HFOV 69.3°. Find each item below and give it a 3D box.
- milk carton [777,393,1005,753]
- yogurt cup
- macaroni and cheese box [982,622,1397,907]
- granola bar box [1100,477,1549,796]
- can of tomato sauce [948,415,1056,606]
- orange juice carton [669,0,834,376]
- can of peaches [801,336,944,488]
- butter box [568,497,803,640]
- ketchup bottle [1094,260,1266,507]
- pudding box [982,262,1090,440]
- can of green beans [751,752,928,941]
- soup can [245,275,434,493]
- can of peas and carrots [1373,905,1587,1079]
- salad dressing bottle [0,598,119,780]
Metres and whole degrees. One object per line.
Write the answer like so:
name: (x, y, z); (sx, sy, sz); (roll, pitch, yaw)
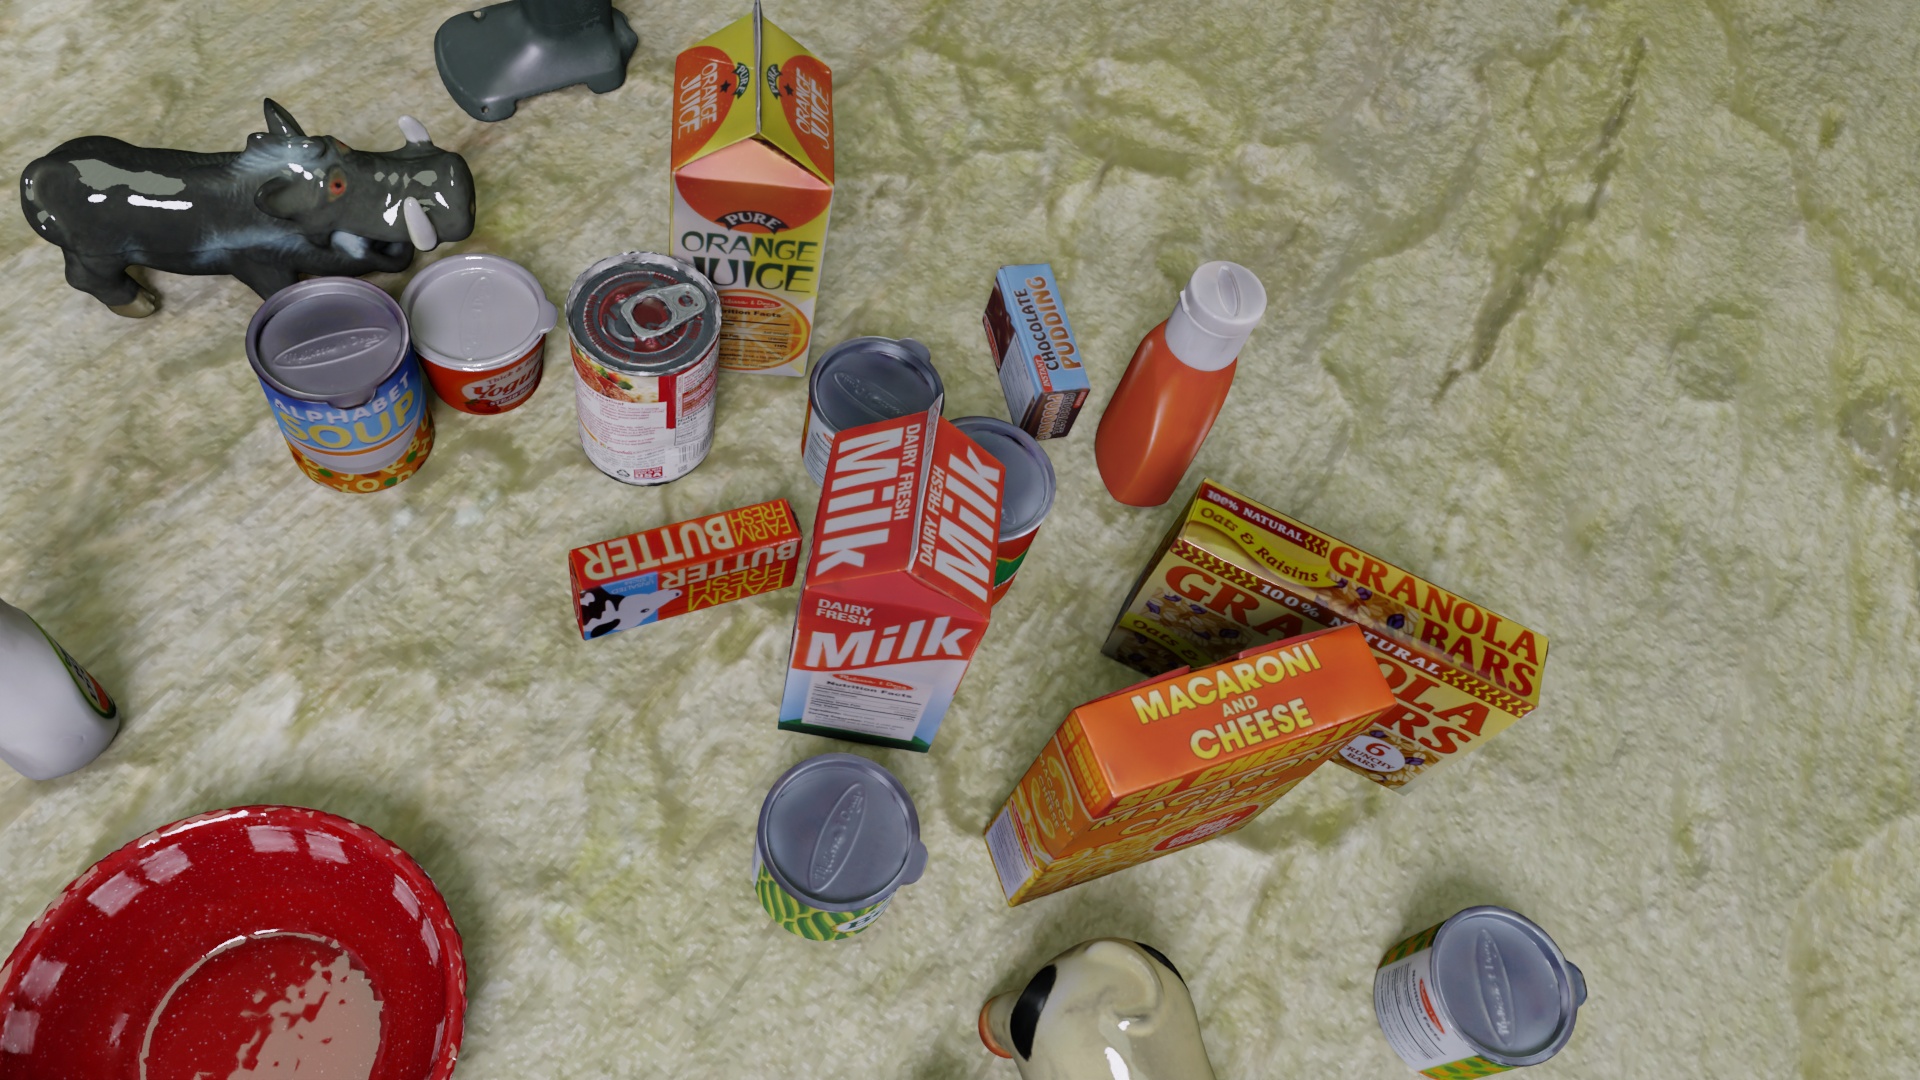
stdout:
milk carton: (-0.029, 0.019, 0.579); (0.073, 0.189, 0.072); (10, 61, -6)
yogurt cup: (-0.234, -0.098, 0.678); (0.072, 0.053, 0.073); (5, 61, -9)
macaroni and cheese box: (0.086, 0.096, 0.574); (0.124, 0.165, 0.040); (-14, 66, -19)
granola bar box: (0.162, 0.048, 0.641); (0.165, 0.123, 0.039); (25, 60, 2)
can of tomato sauce: (0.002, -0.008, 0.662); (0.071, 0.082, 0.071); (5, 61, -9)
orange juice carton: (-0.101, -0.162, 0.661); (0.073, 0.191, 0.072); (2, 62, -11)
can of peaches: (-0.044, -0.060, 0.695); (0.071, 0.057, 0.071); (5, 61, -9)
butter box: (-0.126, 0.013, 0.640); (0.104, 0.053, 0.024); (-15, 66, -19)
ketchup bottle: (0.106, -0.077, 0.684); (0.043, 0.148, 0.065); (1, 62, -11)
pudding box: (0.039, -0.101, 0.740); (0.030, 0.049, 0.084); (-8, 64, -16)
can of green beans: (-0.054, 0.131, 0.588); (0.071, 0.057, 0.071); (5, 61, -9)
soup can: (-0.279, -0.067, 0.634); (0.071, 0.083, 0.071); (5, 61, -9)
can of peas and carrots: (0.226, 0.200, 0.610); (0.071, 0.058, 0.071); (5, 61, -9)
salad dressing bottle: (-0.364, 0.044, 0.518); (0.064, 0.147, 0.044); (42, 62, 11)
